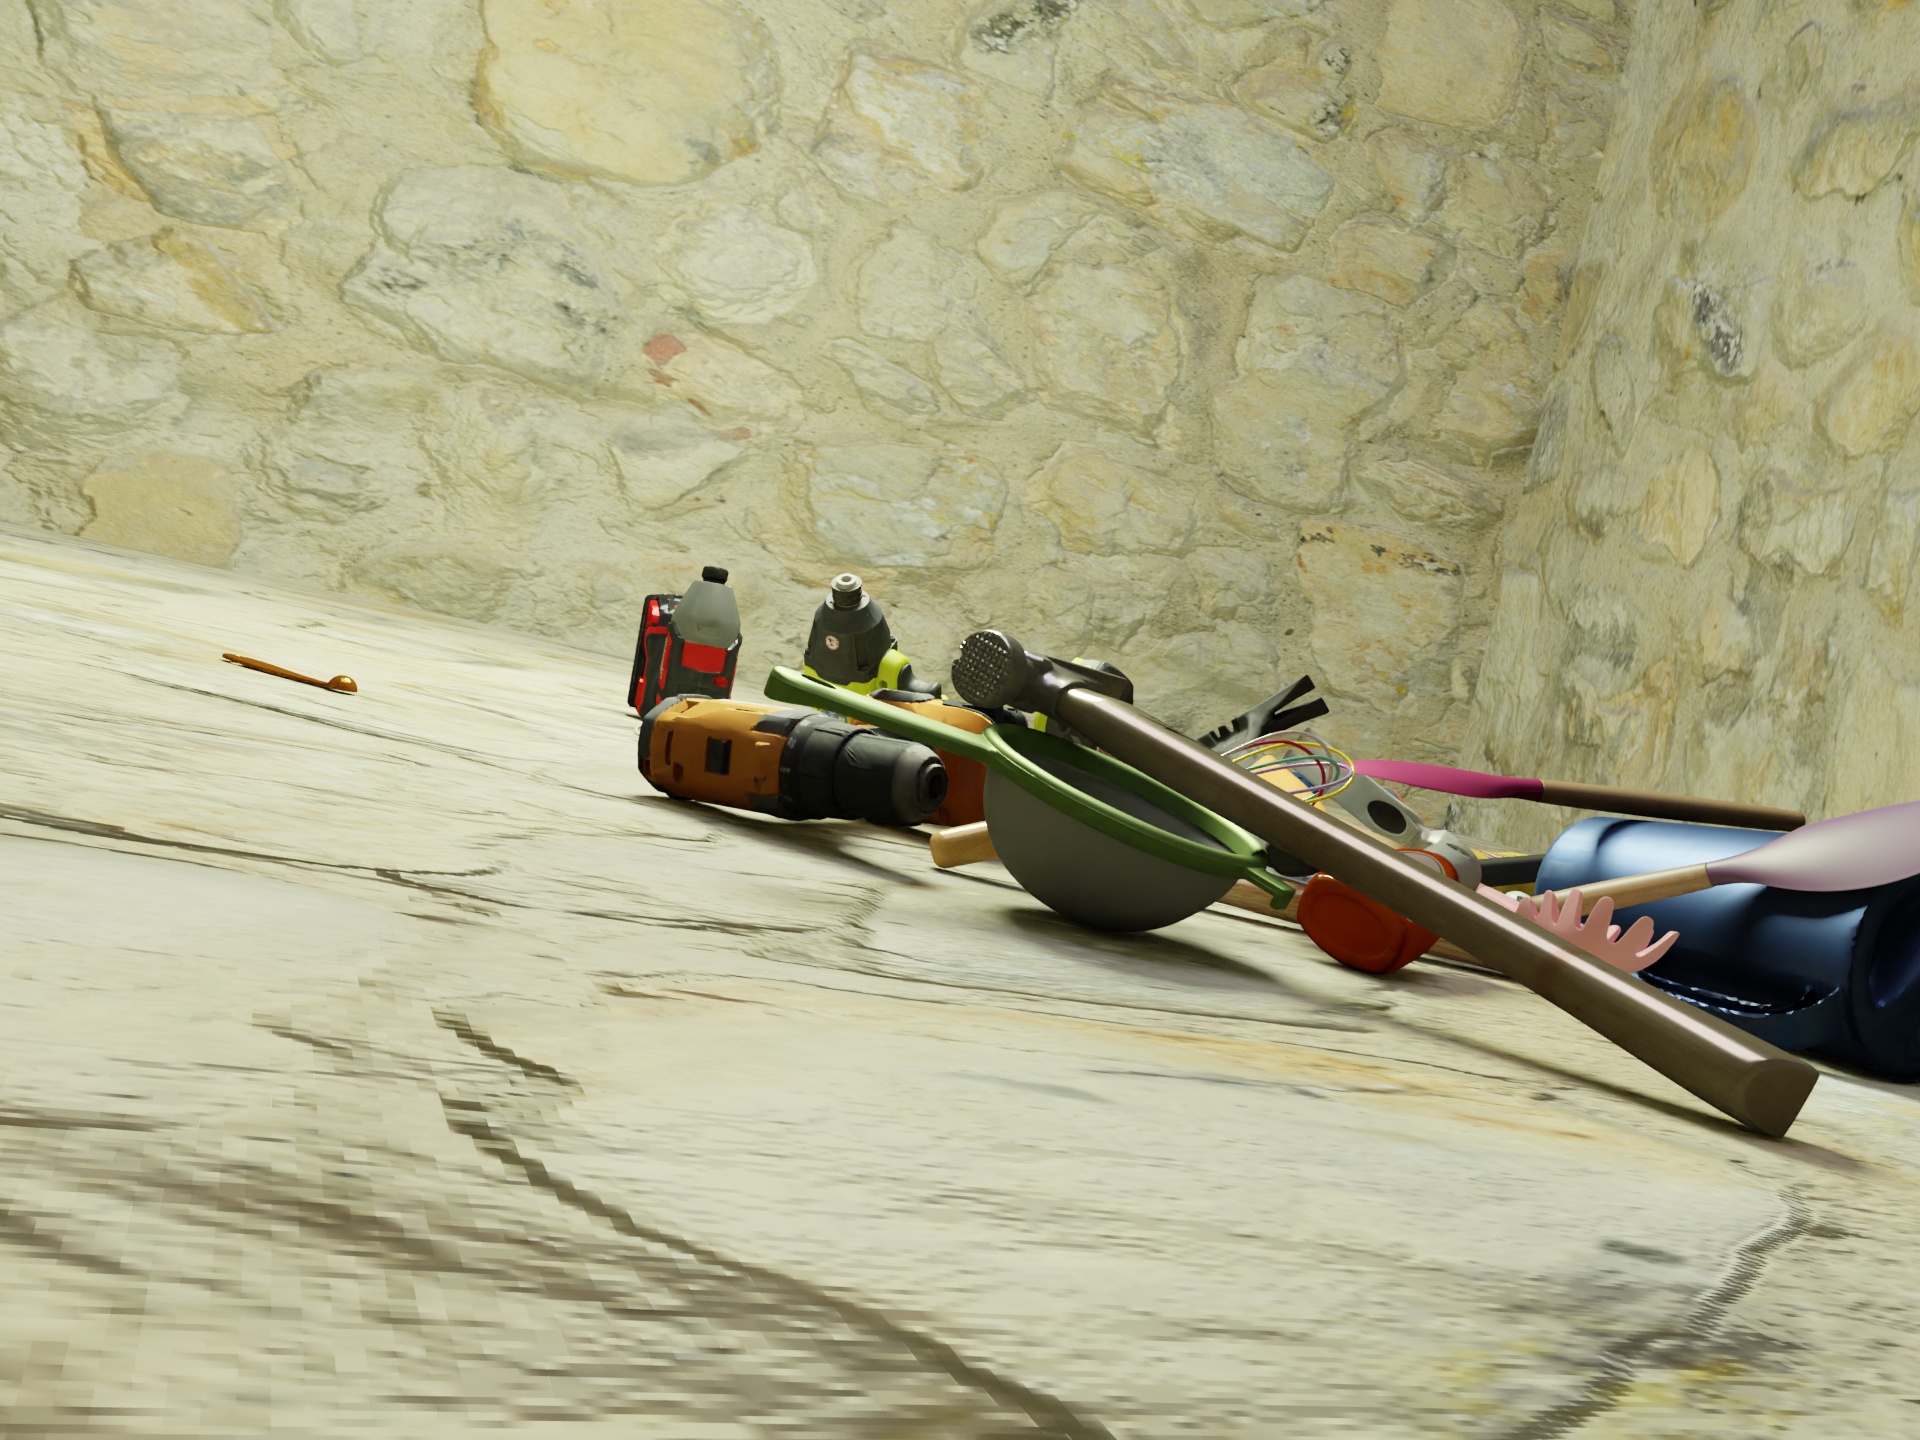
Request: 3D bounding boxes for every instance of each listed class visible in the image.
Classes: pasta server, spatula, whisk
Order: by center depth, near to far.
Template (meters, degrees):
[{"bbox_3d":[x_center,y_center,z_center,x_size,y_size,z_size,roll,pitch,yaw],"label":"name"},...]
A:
[{"bbox_3d":[0.102,0.047,0.877,0.245,0.047,0.051,-11,-24,-11],"label":"whisk"},{"bbox_3d":[0.413,0.097,0.932,0.316,0.060,0.018,-19,-60,38],"label":"spatula"},{"bbox_3d":[0.309,0.095,0.980,0.060,0.040,0.316,25,2,-22],"label":"pasta server"}]

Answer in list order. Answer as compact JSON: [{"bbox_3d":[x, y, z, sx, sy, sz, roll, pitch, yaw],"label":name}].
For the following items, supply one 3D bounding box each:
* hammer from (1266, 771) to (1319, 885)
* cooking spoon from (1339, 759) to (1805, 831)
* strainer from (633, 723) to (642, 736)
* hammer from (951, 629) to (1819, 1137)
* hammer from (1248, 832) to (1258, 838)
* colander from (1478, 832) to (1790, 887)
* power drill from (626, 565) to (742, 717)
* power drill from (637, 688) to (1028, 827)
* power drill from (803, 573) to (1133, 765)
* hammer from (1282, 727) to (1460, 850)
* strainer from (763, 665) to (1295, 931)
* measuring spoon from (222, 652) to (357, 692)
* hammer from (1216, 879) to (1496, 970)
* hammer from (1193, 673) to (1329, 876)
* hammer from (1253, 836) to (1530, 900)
[{"bbox_3d":[0.250,0.086,1.194,0.144,0.035,0.405,12,9,8],"label":"hammer"},{"bbox_3d":[0.400,0.048,1.036,0.319,0.017,0.069,7,6,-7],"label":"cooking spoon"},{"bbox_3d":[-0.119,0.024,1.205,0.258,0.050,0.087,8,45,1],"label":"strainer"},{"bbox_3d":[0.184,0.063,0.736,0.411,0.038,0.146,31,10,33],"label":"hammer"},{"bbox_3d":[0.129,0.073,1.508,0.359,0.037,0.149,13,2,-16],"label":"hammer"},{"bbox_3d":[0.490,0.141,1.180,0.397,0.094,0.204,-2,-7,-27],"label":"colander"},{"bbox_3d":[-0.231,-0.058,1.357,0.078,0.143,0.220,10,0,-16],"label":"power drill"},{"bbox_3d":[-0.044,0.025,0.915,0.185,0.084,0.226,7,2,34],"label":"power drill"},{"bbox_3d":[-0.002,-0.003,1.078,0.223,0.171,0.080,17,42,21],"label":"power drill"},{"bbox_3d":[0.349,0.066,1.364,0.143,0.038,0.386,40,8,12],"label":"hammer"},{"bbox_3d":[0.020,0.045,0.752,0.256,0.069,0.152,20,10,-17],"label":"strainer"},{"bbox_3d":[-0.454,-0.035,1.076,0.117,0.011,0.021,14,2,22],"label":"measuring spoon"},{"bbox_3d":[0.202,0.109,0.949,0.331,0.031,0.130,13,1,-1],"label":"hammer"},{"bbox_3d":[0.211,0.038,1.058,0.127,0.034,0.337,-30,8,7],"label":"hammer"},{"bbox_3d":[0.320,0.126,1.283,0.331,0.033,0.128,13,1,1],"label":"hammer"}]
